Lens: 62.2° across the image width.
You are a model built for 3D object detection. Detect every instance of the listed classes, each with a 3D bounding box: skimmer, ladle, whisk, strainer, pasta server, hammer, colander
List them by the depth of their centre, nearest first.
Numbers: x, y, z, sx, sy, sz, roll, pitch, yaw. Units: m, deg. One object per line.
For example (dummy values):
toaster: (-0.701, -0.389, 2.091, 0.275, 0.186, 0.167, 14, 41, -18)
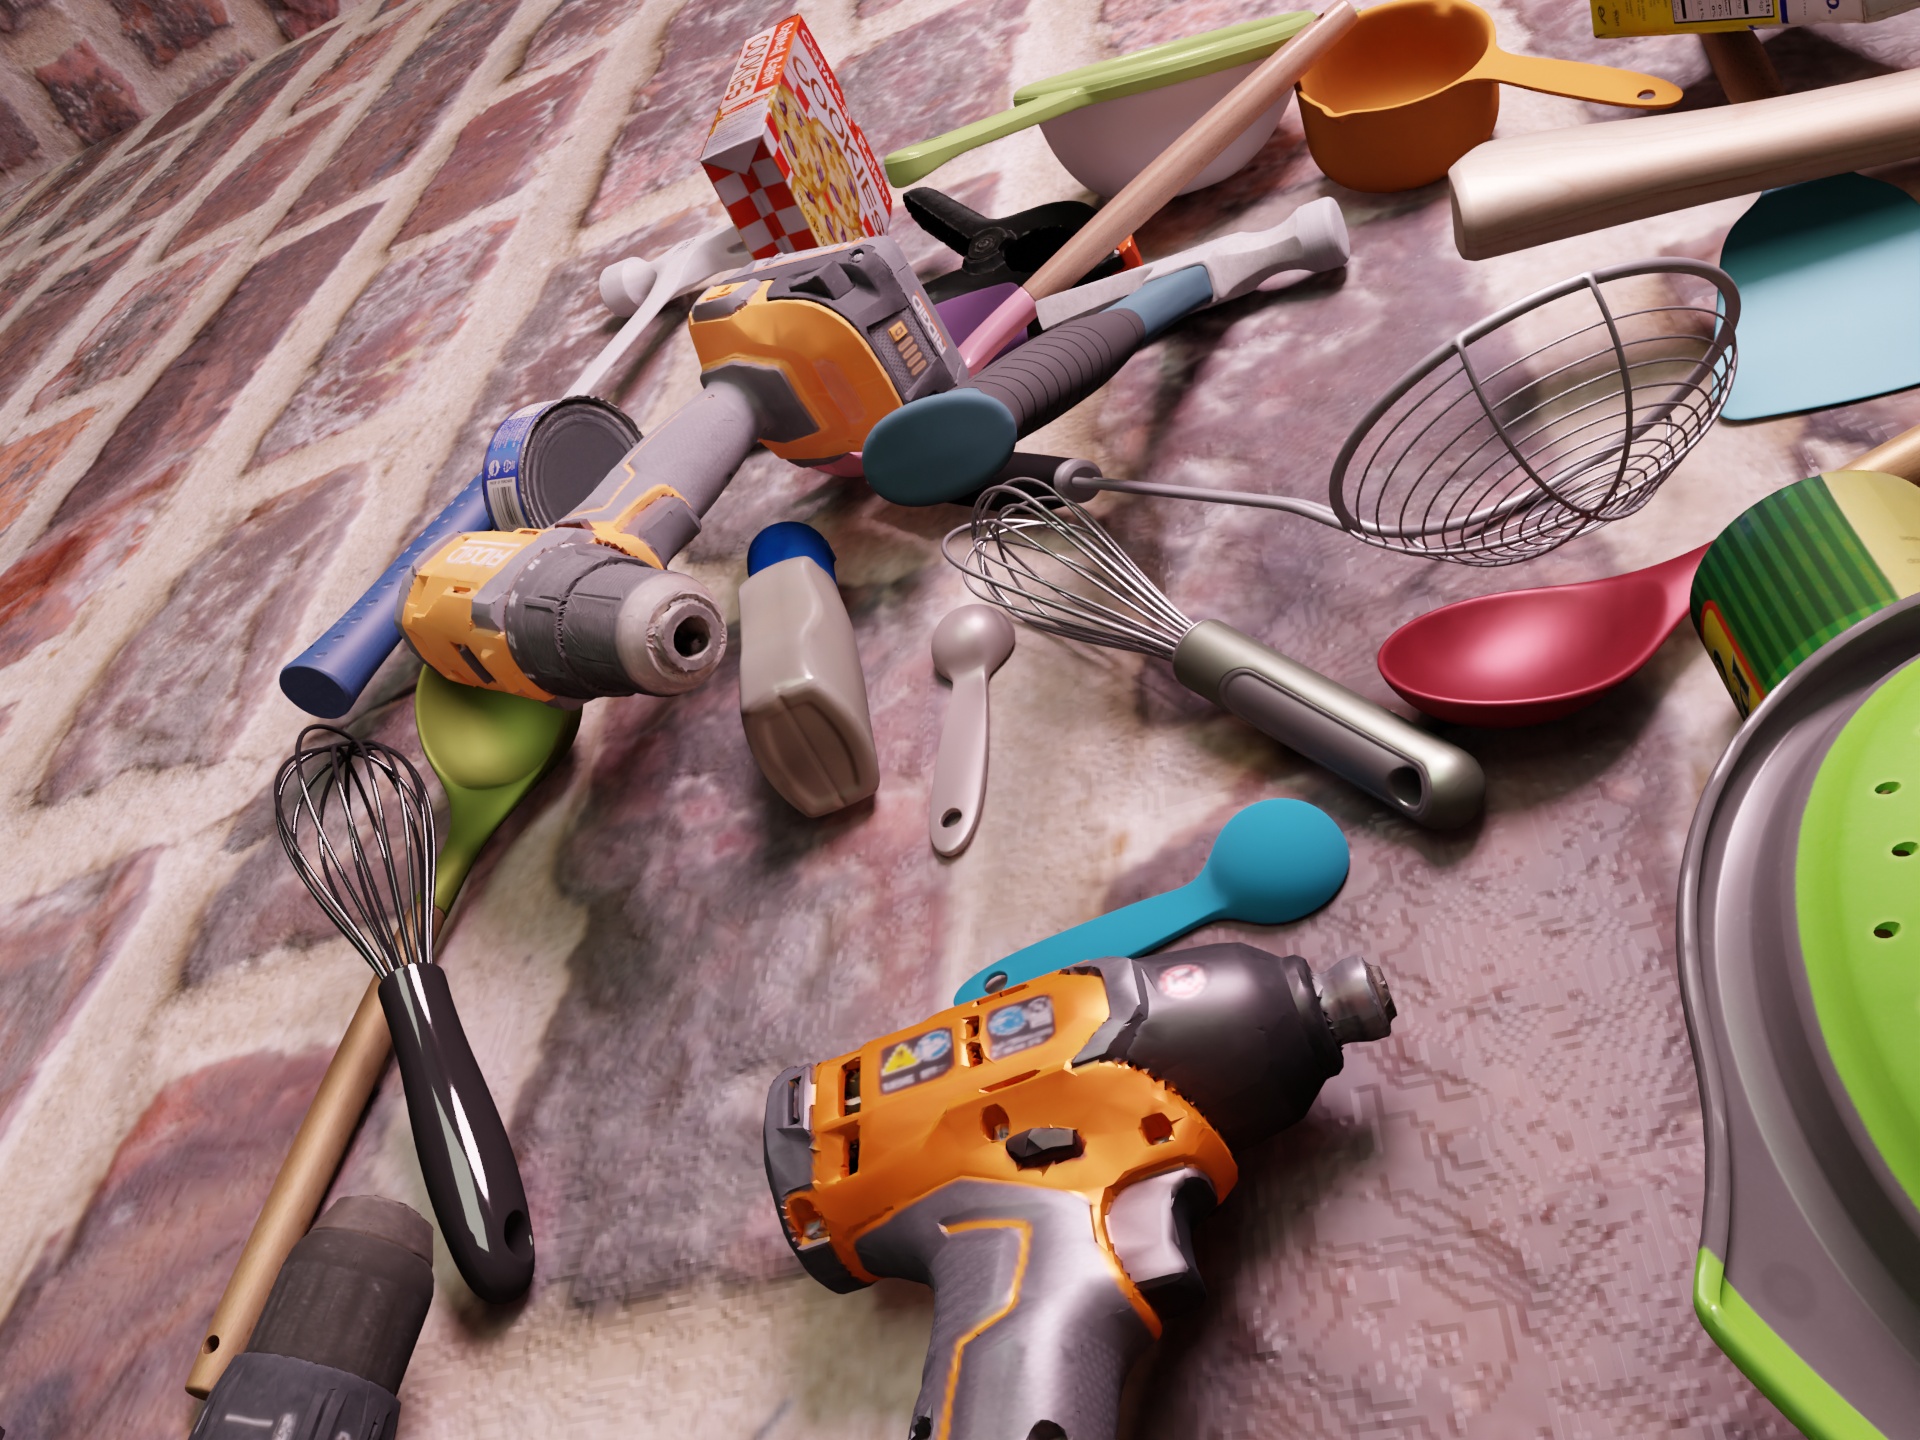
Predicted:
colander: (0.290, -0.012, 0.281, 0.205, 0.094, 0.397, 40, 65, 23)
ladle: (0.271, -0.073, 0.468, 0.315, 0.031, 0.069, -28, 30, 2)
hammer: (0.367, -0.202, 0.495, 0.410, 0.038, 0.146, -11, 43, 14)
whisk: (0.075, -0.026, 0.535, 0.059, 0.057, 0.247, -17, 33, -31)
whisk: (-0.189, 0.090, 0.544, 0.055, 0.055, 0.239, -32, 56, -1)
skimmer: (0.090, -0.113, 0.582, 0.363, 0.127, 0.090, 15, 100, 49)
hammer: (0.052, -0.140, 0.586, 0.128, 0.033, 0.331, -13, 18, 28)
ladle: (-0.218, 0.087, 0.600, 0.078, 0.062, 0.320, -4, 47, 19)
pasta server: (0.048, -0.215, 0.721, 0.316, 0.040, 0.060, -41, 31, 10)
strainer: (0.068, -0.273, 0.758, 0.256, 0.069, 0.152, -33, 28, -32)
hammer: (-0.226, -0.154, 0.862, 0.144, 0.035, 0.406, -9, 39, 35)

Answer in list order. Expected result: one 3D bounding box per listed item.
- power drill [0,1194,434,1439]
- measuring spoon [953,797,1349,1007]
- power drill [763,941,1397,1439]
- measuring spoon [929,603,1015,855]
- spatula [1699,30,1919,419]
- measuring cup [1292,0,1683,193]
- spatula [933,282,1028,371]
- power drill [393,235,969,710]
power drill: (-0.259, 0.227, 0.449, 0.227, 0.080, 0.188, -7, 49, 24)
measuring spoon: (0.053, 0.056, 0.475, 0.128, 0.021, 0.042, -25, 38, 7)
power drill: (0.036, 0.144, 0.345, 0.164, 0.084, 0.227, -22, 35, 11)
measuring spoon: (-0.001, -0.002, 0.580, 0.034, 0.018, 0.124, -15, 41, 20)
spatula: (0.310, -0.223, 0.613, 0.082, 0.044, 0.318, -12, 37, 24)
measuring cup: (0.228, -0.264, 0.694, 0.174, 0.052, 0.095, 27, 67, 36)
spatula: (-0.108, -0.151, 0.813, 0.316, 0.018, 0.060, -13, 72, 25)
power drill: (-0.095, -0.091, 0.609, 0.185, 0.084, 0.226, 11, 51, 50)
